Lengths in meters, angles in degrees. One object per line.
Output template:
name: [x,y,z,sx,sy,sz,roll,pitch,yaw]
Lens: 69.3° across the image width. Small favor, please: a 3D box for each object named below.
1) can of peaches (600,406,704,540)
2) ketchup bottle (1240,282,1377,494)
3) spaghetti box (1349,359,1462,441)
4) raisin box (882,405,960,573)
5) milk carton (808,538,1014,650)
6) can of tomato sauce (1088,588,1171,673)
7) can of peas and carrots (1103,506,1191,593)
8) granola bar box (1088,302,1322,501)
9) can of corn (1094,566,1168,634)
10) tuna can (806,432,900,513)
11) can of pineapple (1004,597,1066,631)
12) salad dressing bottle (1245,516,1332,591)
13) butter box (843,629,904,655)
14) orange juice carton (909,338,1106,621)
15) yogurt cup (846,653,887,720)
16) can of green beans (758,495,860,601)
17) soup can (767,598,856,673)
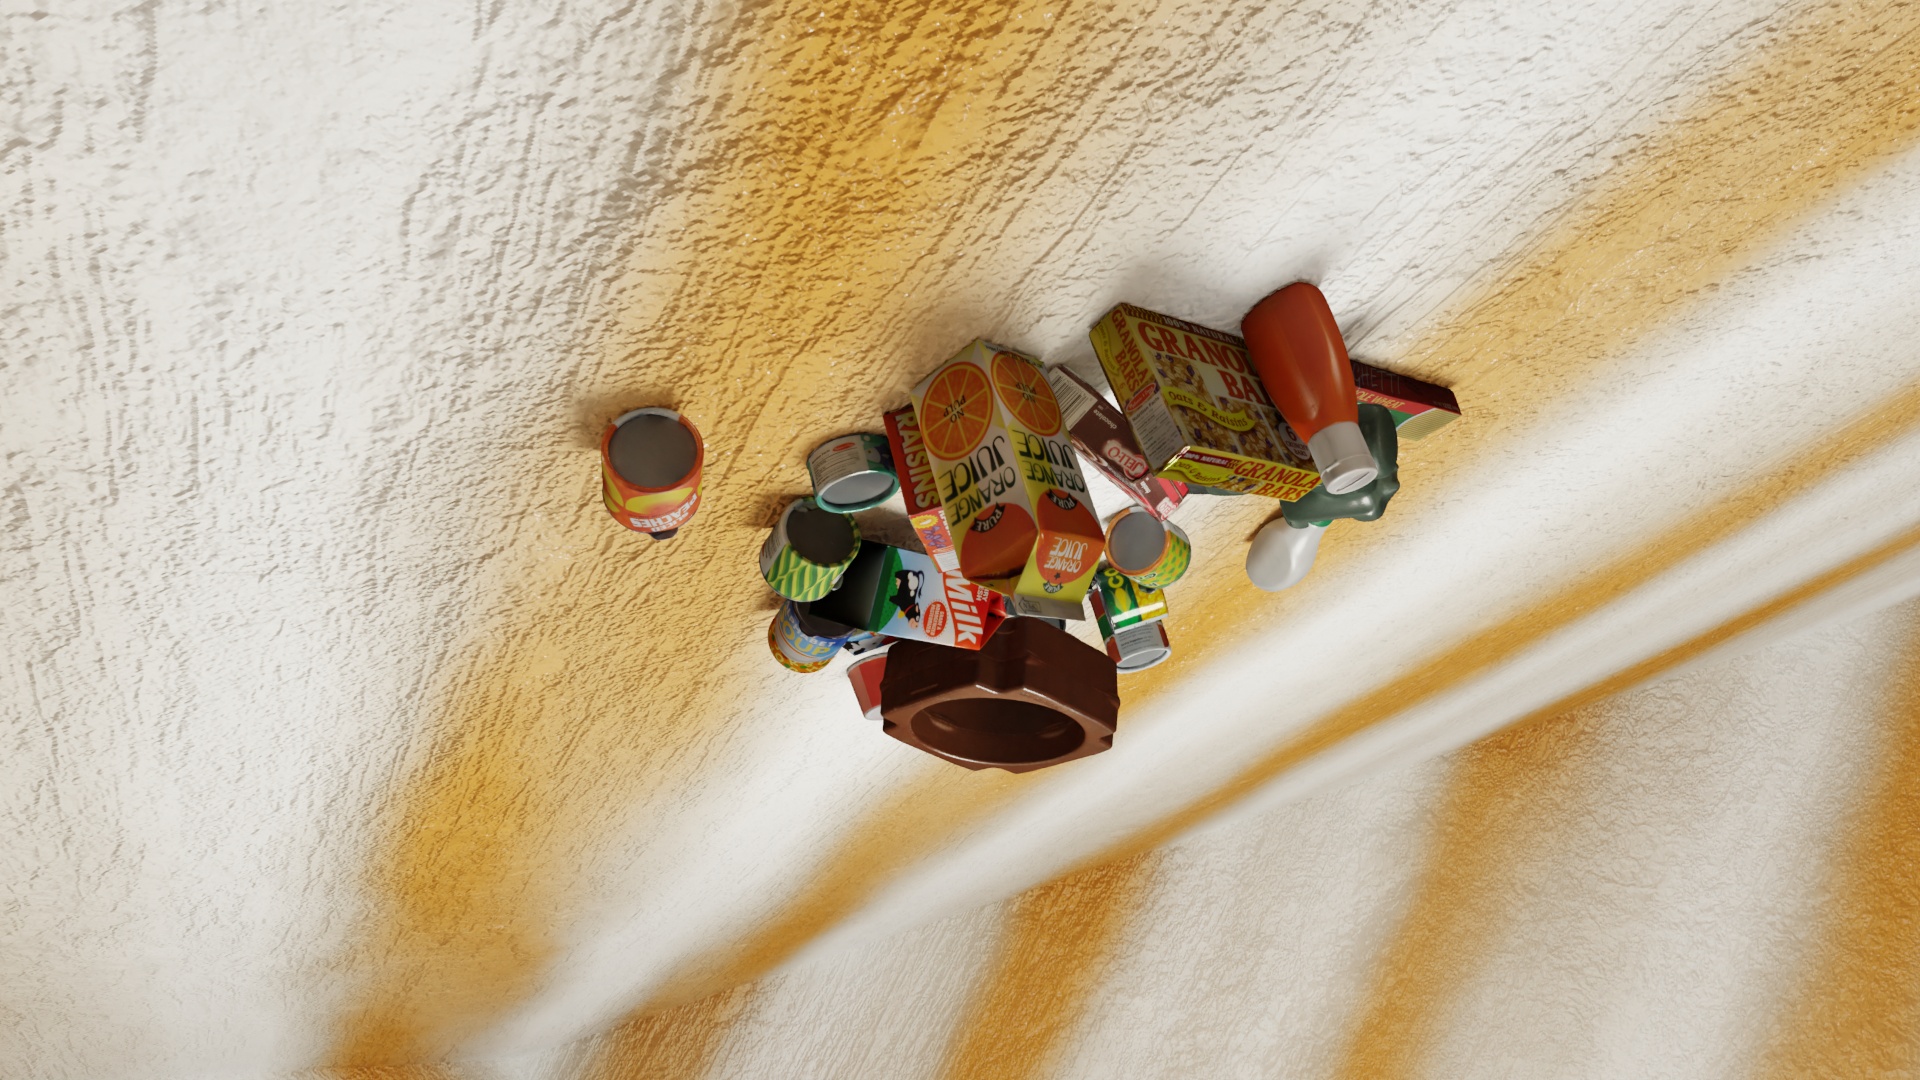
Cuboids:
can of peaches: [-0.202,-0.044,0.914,0.071,0.071,0.057,-9,155,-17]
ketchup bottle: [0.248,-0.105,0.974,0.043,0.149,0.064,8,147,-41]
spaghetti box: [0.328,-0.120,1.148,0.250,0.029,0.050,6,149,-42]
raisin box: [-0.019,-0.037,1.032,0.040,0.086,0.123,-16,157,4]
milk carton: [-0.035,0.048,1.201,0.072,0.073,0.190,11,177,38]
can of tomato sauce: [0.178,0.089,1.452,0.071,0.083,0.071,-13,156,-6]
can of peas and carrots: [0.171,0.009,1.283,0.071,0.071,0.058,-26,154,21]
granola bar box: [0.177,-0.095,0.980,0.166,0.124,0.039,7,143,-42]
can of corn: [0.170,0.052,1.390,0.058,0.071,0.071,-18,157,2]
tuna can: [-0.078,-0.049,1.035,0.071,0.033,0.070,-13,156,-6]
can of pineapple: [0.066,0.090,1.398,0.071,0.071,0.057,-6,155,-23]
salad dressing bottle: [0.334,-0.006,1.374,0.044,0.064,0.146,-13,150,-28]
butter box: [-0.068,0.080,1.343,0.103,0.024,0.053,-20,157,9]
orange juice carton: [0.036,-0.033,0.940,0.072,0.193,0.072,-34,150,34]
yogurt cup: [-0.082,0.156,1.470,0.072,0.054,0.072,-13,156,-6]
can of green beans: [-0.118,0.006,1.090,0.071,0.071,0.057,-3,153,-29]
soup can: [-0.131,0.075,1.232,0.071,0.071,0.083,-3,154,-27]
